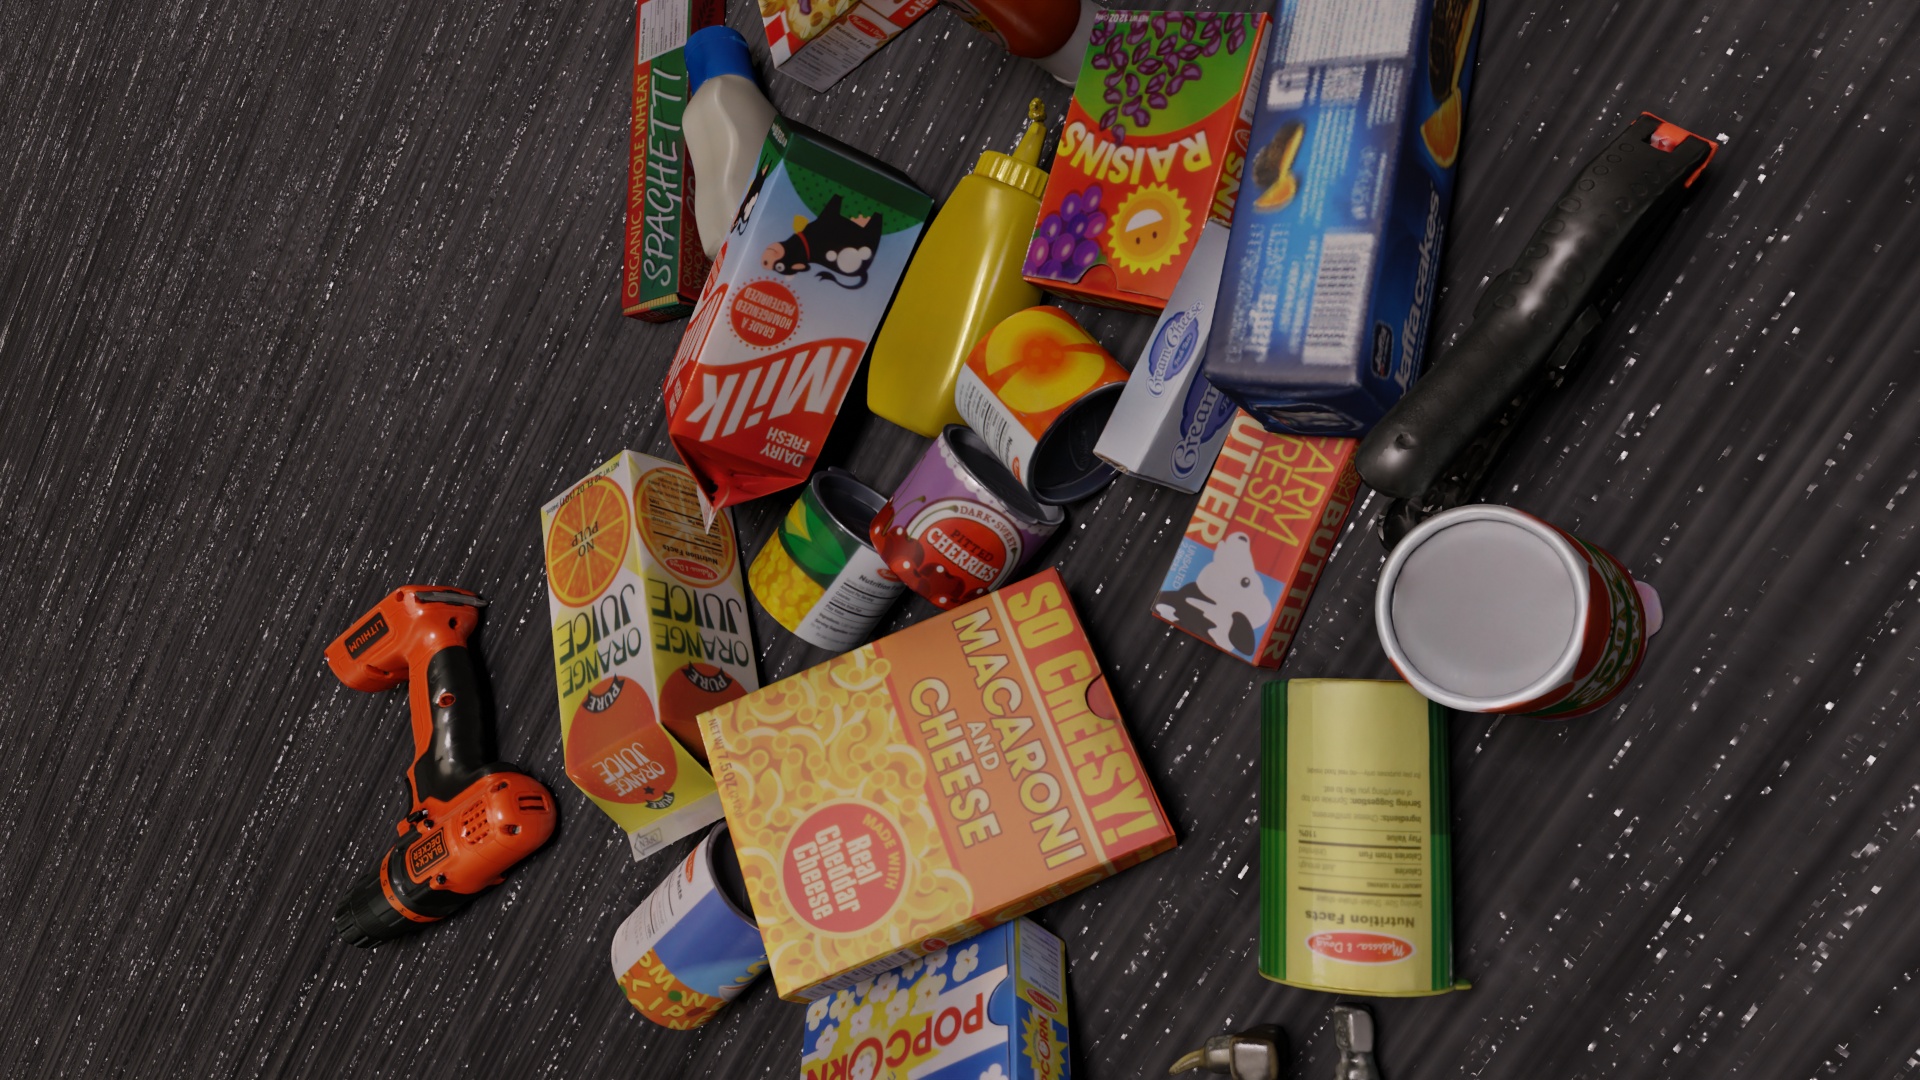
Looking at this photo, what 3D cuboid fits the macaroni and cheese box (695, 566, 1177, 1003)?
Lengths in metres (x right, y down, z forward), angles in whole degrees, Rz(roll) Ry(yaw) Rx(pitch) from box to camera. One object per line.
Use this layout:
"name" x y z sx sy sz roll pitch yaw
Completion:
"macaroni and cheese box" -0.011 0.100 0.573 0.166 0.040 0.124 -23 66 1

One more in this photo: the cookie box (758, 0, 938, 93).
"cookie box" -0.037 -0.330 0.714 0.167 0.040 0.123 -27 67 32

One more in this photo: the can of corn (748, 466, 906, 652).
"can of corn" -0.059 0.008 0.655 0.058 0.071 0.071 -52 57 19

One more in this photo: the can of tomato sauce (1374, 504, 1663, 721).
"can of tomato sauce" 0.185 0.026 0.458 0.071 0.083 0.071 -7 79 36

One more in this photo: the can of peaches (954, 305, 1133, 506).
"can of peaches" 0.041 -0.059 0.593 0.071 0.071 0.058 -52 56 18

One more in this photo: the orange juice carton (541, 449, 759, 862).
"orange juice carton" -0.154 0.058 0.703 0.071 0.073 0.193 -29 61 30

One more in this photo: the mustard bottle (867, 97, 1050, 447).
"mustard bottle" 0.011 -0.124 0.636 0.065 0.049 0.160 29 99 41

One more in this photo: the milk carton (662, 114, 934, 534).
"milk carton" -0.090 -0.099 0.673 0.190 0.073 0.072 -63 22 16

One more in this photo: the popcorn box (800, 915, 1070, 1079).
"popcorn box" -0.013 0.219 0.580 0.126 0.038 0.085 -34 34 28

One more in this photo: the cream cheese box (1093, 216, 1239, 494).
"cream cheese box" 0.097 -0.072 0.559 0.024 0.053 0.103 34 103 38

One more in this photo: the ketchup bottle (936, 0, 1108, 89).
"ketchup bottle" 0.016 -0.237 0.588 0.065 0.149 0.043 44 109 34

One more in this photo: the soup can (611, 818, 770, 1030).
"soup can" -0.116 0.186 0.669 0.083 0.071 0.071 -46 58 23

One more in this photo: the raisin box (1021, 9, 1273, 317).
"raisin box" 0.084 -0.160 0.593 0.086 0.040 0.123 18 94 37

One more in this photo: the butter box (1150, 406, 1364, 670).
"butter box" 0.120 -0.006 0.549 0.053 0.024 0.103 28 99 37

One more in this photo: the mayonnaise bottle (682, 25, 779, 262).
"mayonnaise bottle" -0.118 -0.208 0.741 0.041 0.065 0.148 -31 61 31

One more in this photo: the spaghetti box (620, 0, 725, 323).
"spaghetti box" -0.165 -0.249 0.801 0.050 0.029 0.250 -7 78 36

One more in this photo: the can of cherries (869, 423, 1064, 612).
"can of cherries" 0.002 -0.008 0.609 0.058 0.071 0.072 -50 57 20

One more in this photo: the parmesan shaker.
"parmesan shaker" 0.142 0.102 0.490 0.071 0.071 0.103 -4 79 36
